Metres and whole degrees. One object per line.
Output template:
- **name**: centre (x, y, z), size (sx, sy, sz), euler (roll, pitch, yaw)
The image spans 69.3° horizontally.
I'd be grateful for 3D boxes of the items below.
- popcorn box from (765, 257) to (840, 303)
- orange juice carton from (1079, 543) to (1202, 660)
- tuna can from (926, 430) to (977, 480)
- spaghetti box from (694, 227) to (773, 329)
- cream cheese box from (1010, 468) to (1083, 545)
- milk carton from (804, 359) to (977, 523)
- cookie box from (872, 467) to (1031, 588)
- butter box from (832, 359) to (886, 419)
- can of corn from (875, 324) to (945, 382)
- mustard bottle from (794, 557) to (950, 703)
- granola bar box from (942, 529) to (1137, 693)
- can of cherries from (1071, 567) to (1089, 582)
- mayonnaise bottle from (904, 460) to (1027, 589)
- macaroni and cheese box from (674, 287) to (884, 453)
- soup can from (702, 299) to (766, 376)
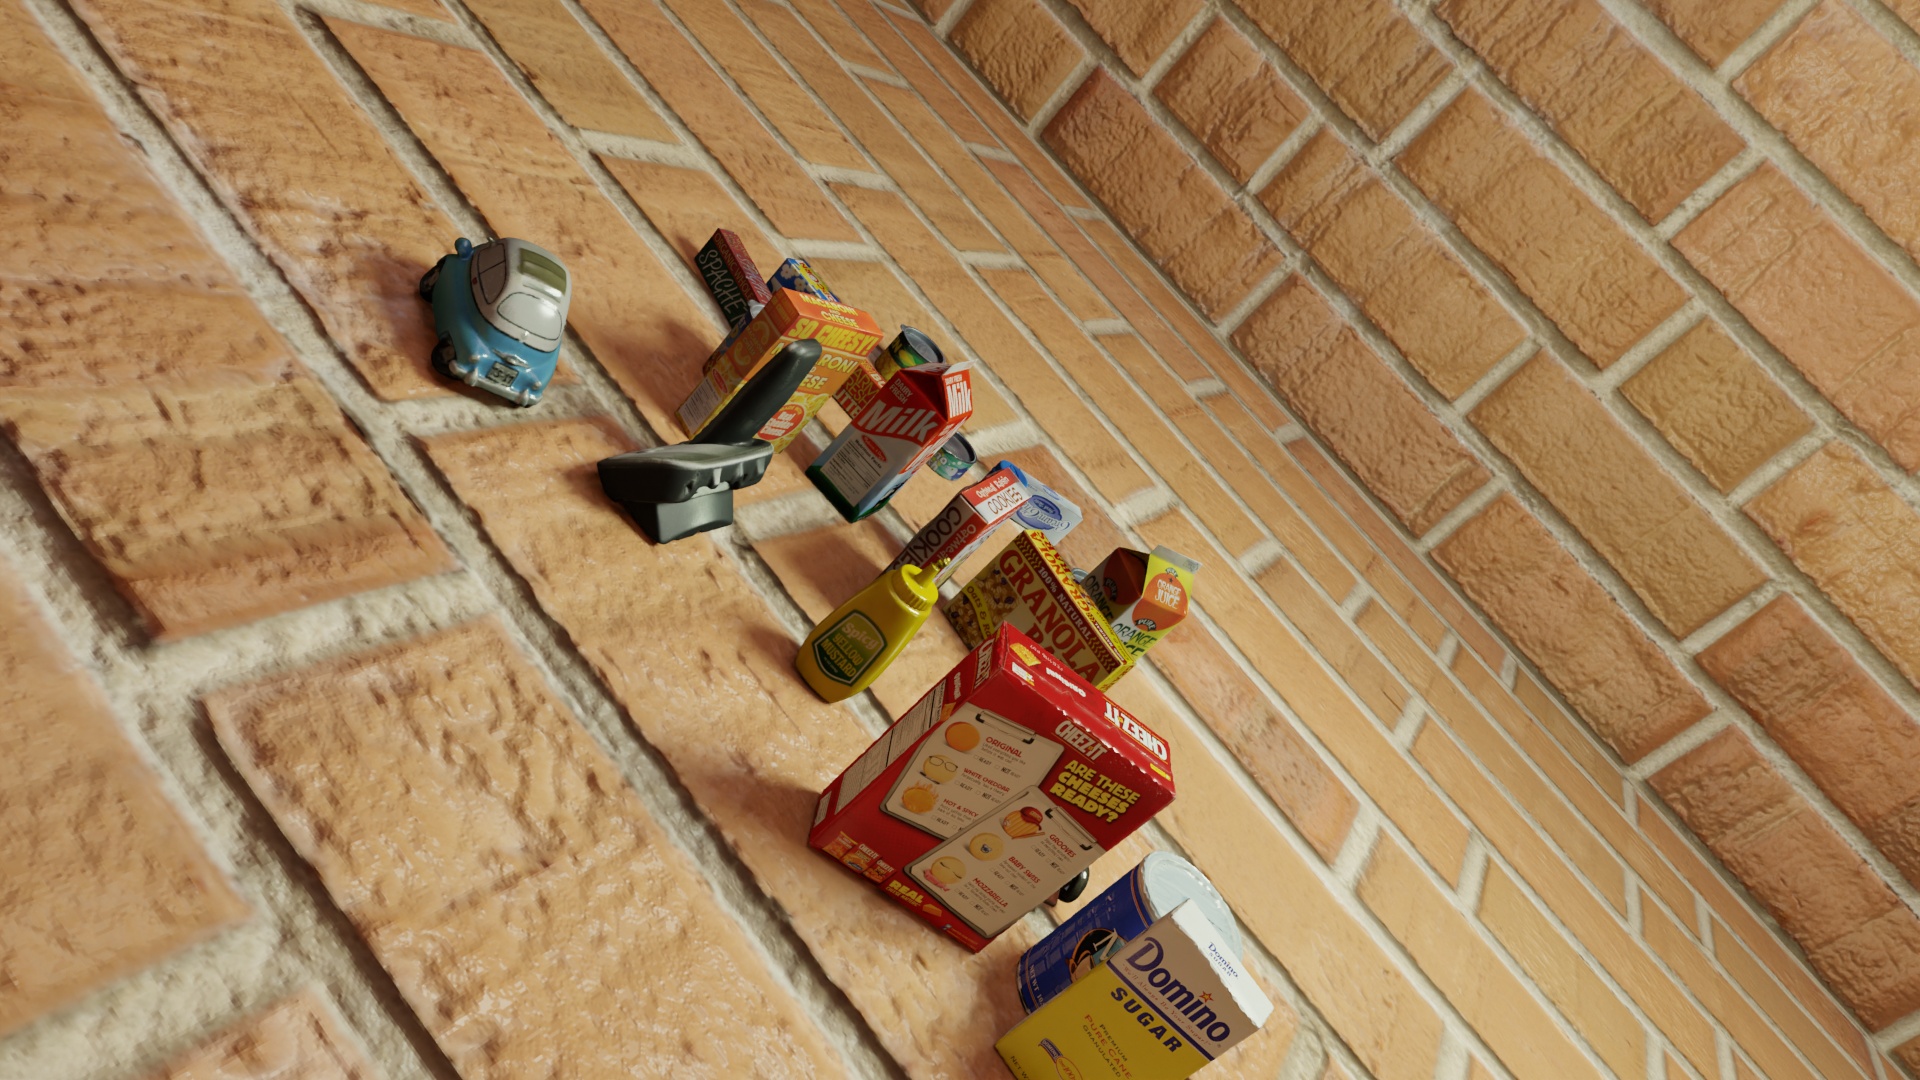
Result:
- **popcorn box**: centre (-0.167, -0.233, 1.515), size (0.127, 0.085, 0.038), euler (51, 24, 12)
- **orange juice carton**: centre (0.156, 0.075, 1.406), size (0.072, 0.192, 0.073), euler (25, 31, -38)
- **tuna can**: centre (-0.017, -0.103, 1.610), size (0.071, 0.032, 0.071), euler (36, 26, -20)
- **spaghetti box**: centre (-0.218, -0.236, 1.482), size (0.029, 0.050, 0.251), euler (12, 40, -51)
- **cream cheese box**: centre (0.091, -0.039, 1.653), size (0.103, 0.053, 0.024), euler (31, 27, -28)
- **milk carton**: centre (-0.057, -0.110, 1.364), size (0.073, 0.190, 0.072), euler (47, 24, 5)
- **cookie box**: centre (-0.020, 0.011, 1.261), size (0.040, 0.167, 0.123), euler (47, 24, 4)
- **butter box**: centre (-0.099, -0.152, 1.535), size (0.103, 0.053, 0.024), euler (49, 24, 9)
- **can of corn**: centre (-0.063, -0.219, 1.688), size (0.071, 0.058, 0.071), euler (36, 26, -20)
- **mustard bottle**: centre (-0.065, 0.064, 1.116), size (0.065, 0.159, 0.049), euler (46, 24, 2)
- **granola bar box**: centre (0.073, 0.091, 1.335), size (0.039, 0.123, 0.166), euler (2, 48, -57)
- **can of cherries**: centre (0.128, 0.075, 1.526), size (0.071, 0.058, 0.072), euler (36, 26, -20)
- **mayonnaise bottle**: centre (0.005, -0.017, 1.368), size (0.041, 0.147, 0.065), euler (29, 28, -32)
- **macaroni and cheese box**: centre (-0.168, -0.155, 1.291), size (0.124, 0.166, 0.040), euler (5, 46, -56)
- **soup can**: centre (-0.207, -0.185, 1.377), size (0.071, 0.083, 0.072), euler (36, 26, -20)
